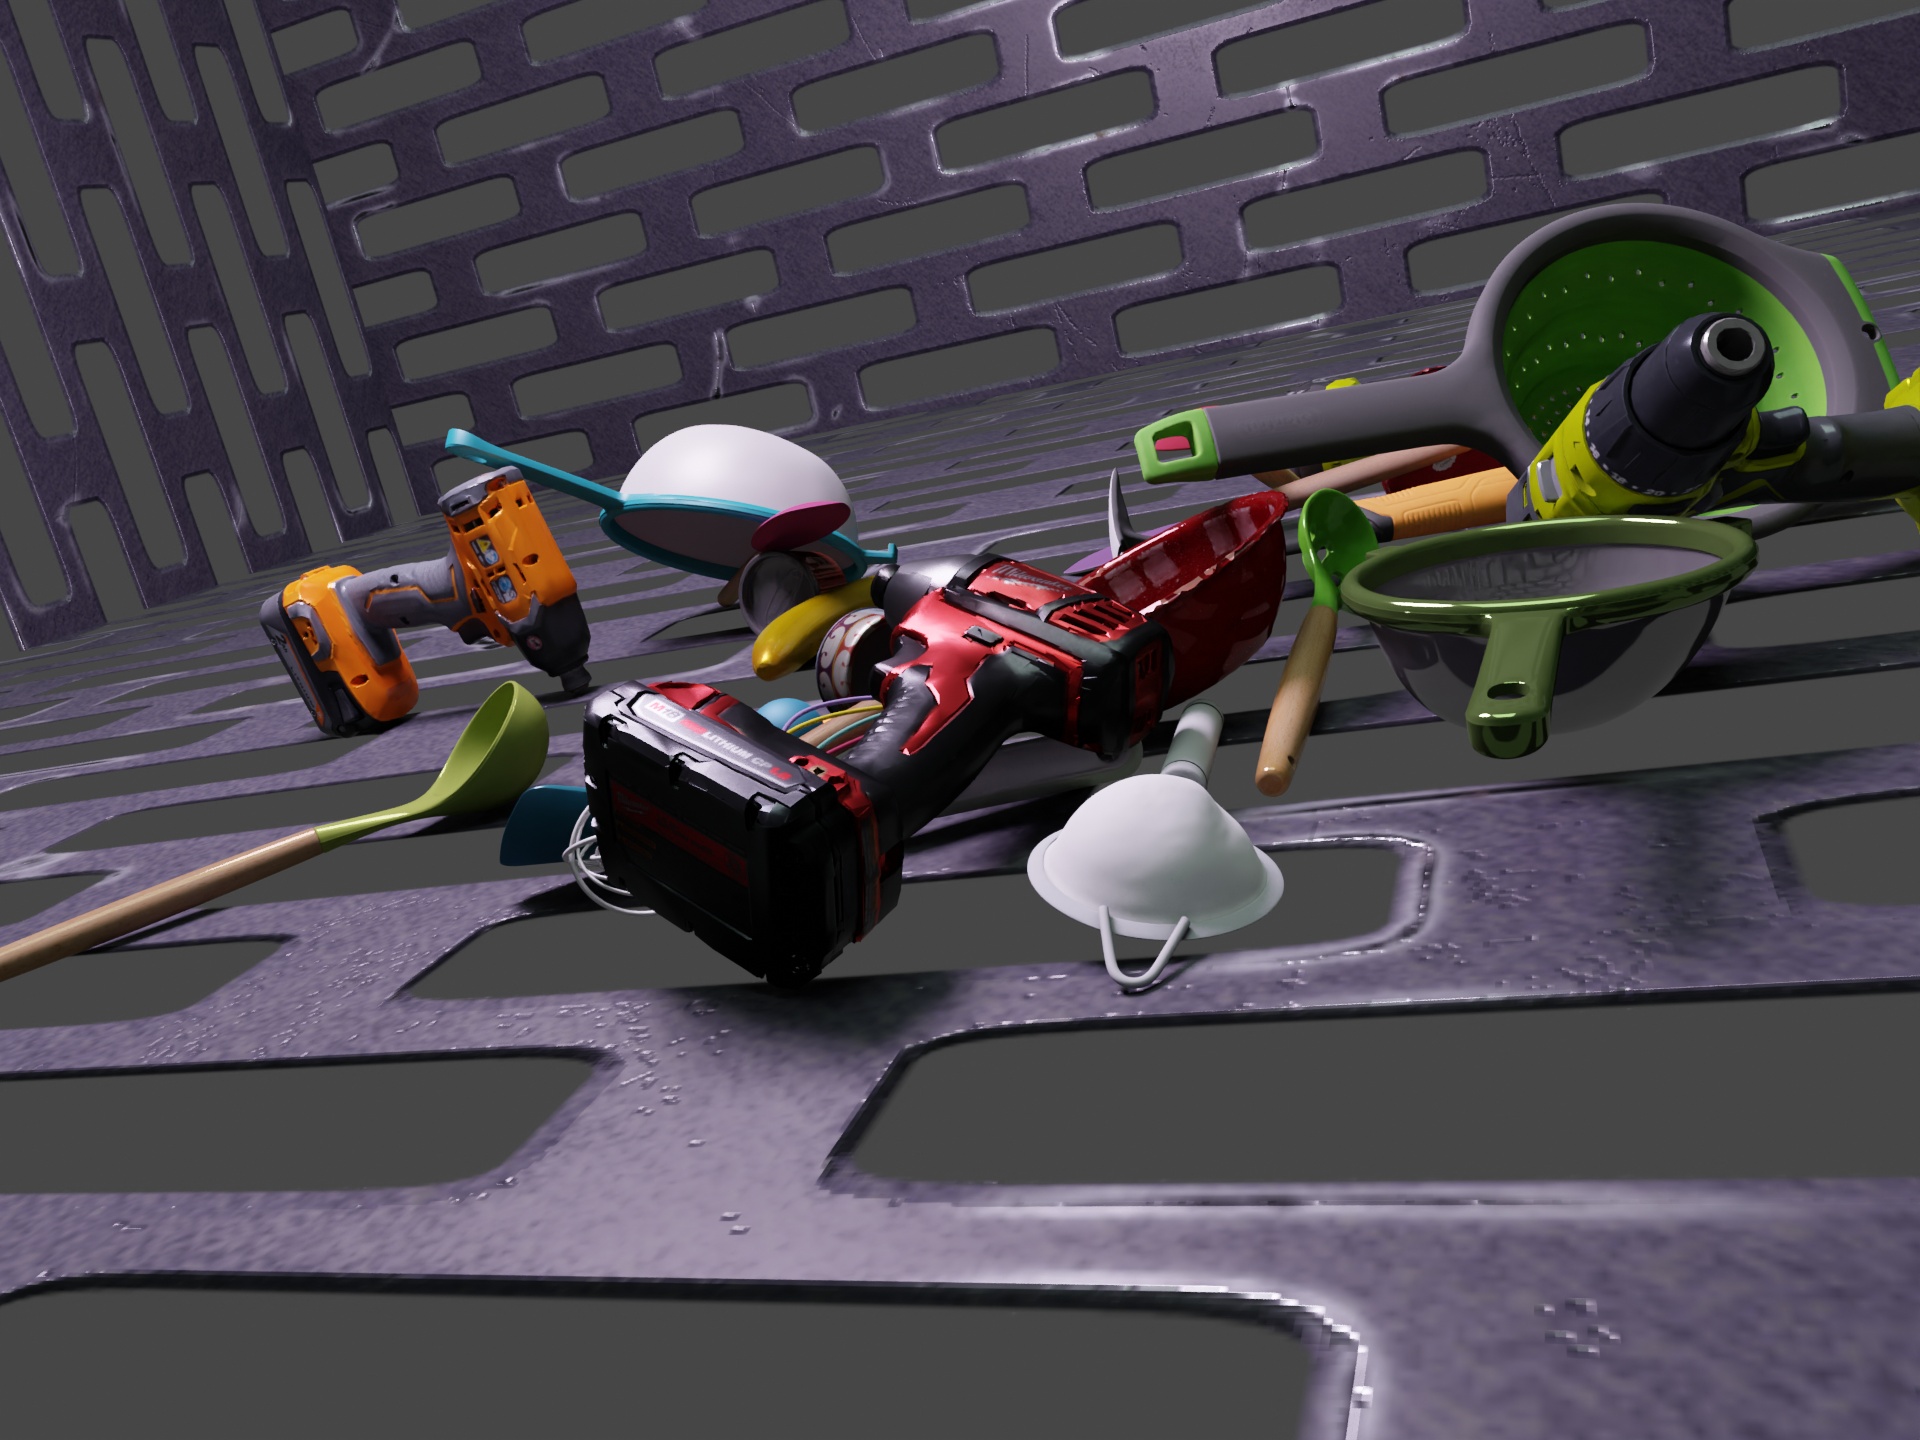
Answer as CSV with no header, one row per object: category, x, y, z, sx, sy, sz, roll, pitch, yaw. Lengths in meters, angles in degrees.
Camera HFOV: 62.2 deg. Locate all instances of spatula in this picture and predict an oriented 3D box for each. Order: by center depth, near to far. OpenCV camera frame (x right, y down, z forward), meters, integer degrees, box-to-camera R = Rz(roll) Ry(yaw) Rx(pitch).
spatula,-0.068,0.000,0.765,0.317,0.044,0.082,-29,-14,-34
spatula,0.191,-0.139,1.049,0.316,0.018,0.060,-14,15,44

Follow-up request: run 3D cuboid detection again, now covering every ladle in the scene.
ladle,-0.364,0.061,0.824,0.320,0.062,0.078,-24,15,-24
ladle,0.197,-0.169,1.050,0.069,0.031,0.315,-2,-1,23

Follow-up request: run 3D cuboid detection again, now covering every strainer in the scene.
strainer,0.209,-0.015,0.574,0.151,0.069,0.256,-3,18,24
strainer,0.081,0.025,0.601,0.087,0.050,0.258,6,16,12
strainer,-0.221,-0.191,1.216,0.340,0.095,0.211,17,-13,-36

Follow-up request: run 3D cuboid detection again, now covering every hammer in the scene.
hammer,0.255,-0.123,0.925,0.337,0.034,0.127,-10,46,-1

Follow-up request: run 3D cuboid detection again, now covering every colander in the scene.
colander,0.284,-0.154,0.851,0.397,0.205,0.094,-10,-20,-5

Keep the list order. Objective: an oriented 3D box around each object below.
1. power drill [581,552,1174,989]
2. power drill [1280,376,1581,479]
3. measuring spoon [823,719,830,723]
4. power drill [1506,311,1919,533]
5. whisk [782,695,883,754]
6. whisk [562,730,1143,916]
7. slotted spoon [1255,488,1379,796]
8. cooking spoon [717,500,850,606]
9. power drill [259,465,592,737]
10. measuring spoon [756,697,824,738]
power drill,-0.031,-0.002,0.620,0.143,0.078,0.219,26,41,32
power drill,0.367,-0.227,1.199,0.223,0.080,0.171,-2,18,26
measuring spoon,-0.094,0.011,0.862,0.117,0.011,0.021,-9,24,3
power drill,0.367,-0.124,0.674,0.228,0.080,0.190,-7,-14,0
whisk,0.000,-0.001,0.776,0.047,0.051,0.245,24,31,33
whisk,-0.042,0.034,0.664,0.246,0.058,0.059,-11,-16,-7
slotted spoon,0.166,-0.040,0.749,0.031,0.070,0.314,-28,13,28
cooking spoon,-0.147,-0.123,1.196,0.068,0.017,0.319,-13,-3,-20
power drill,-0.376,-0.067,1.151,0.226,0.164,0.084,-21,12,21
measuring spoon,-0.113,0.018,0.809,0.042,0.021,0.129,3,25,27
